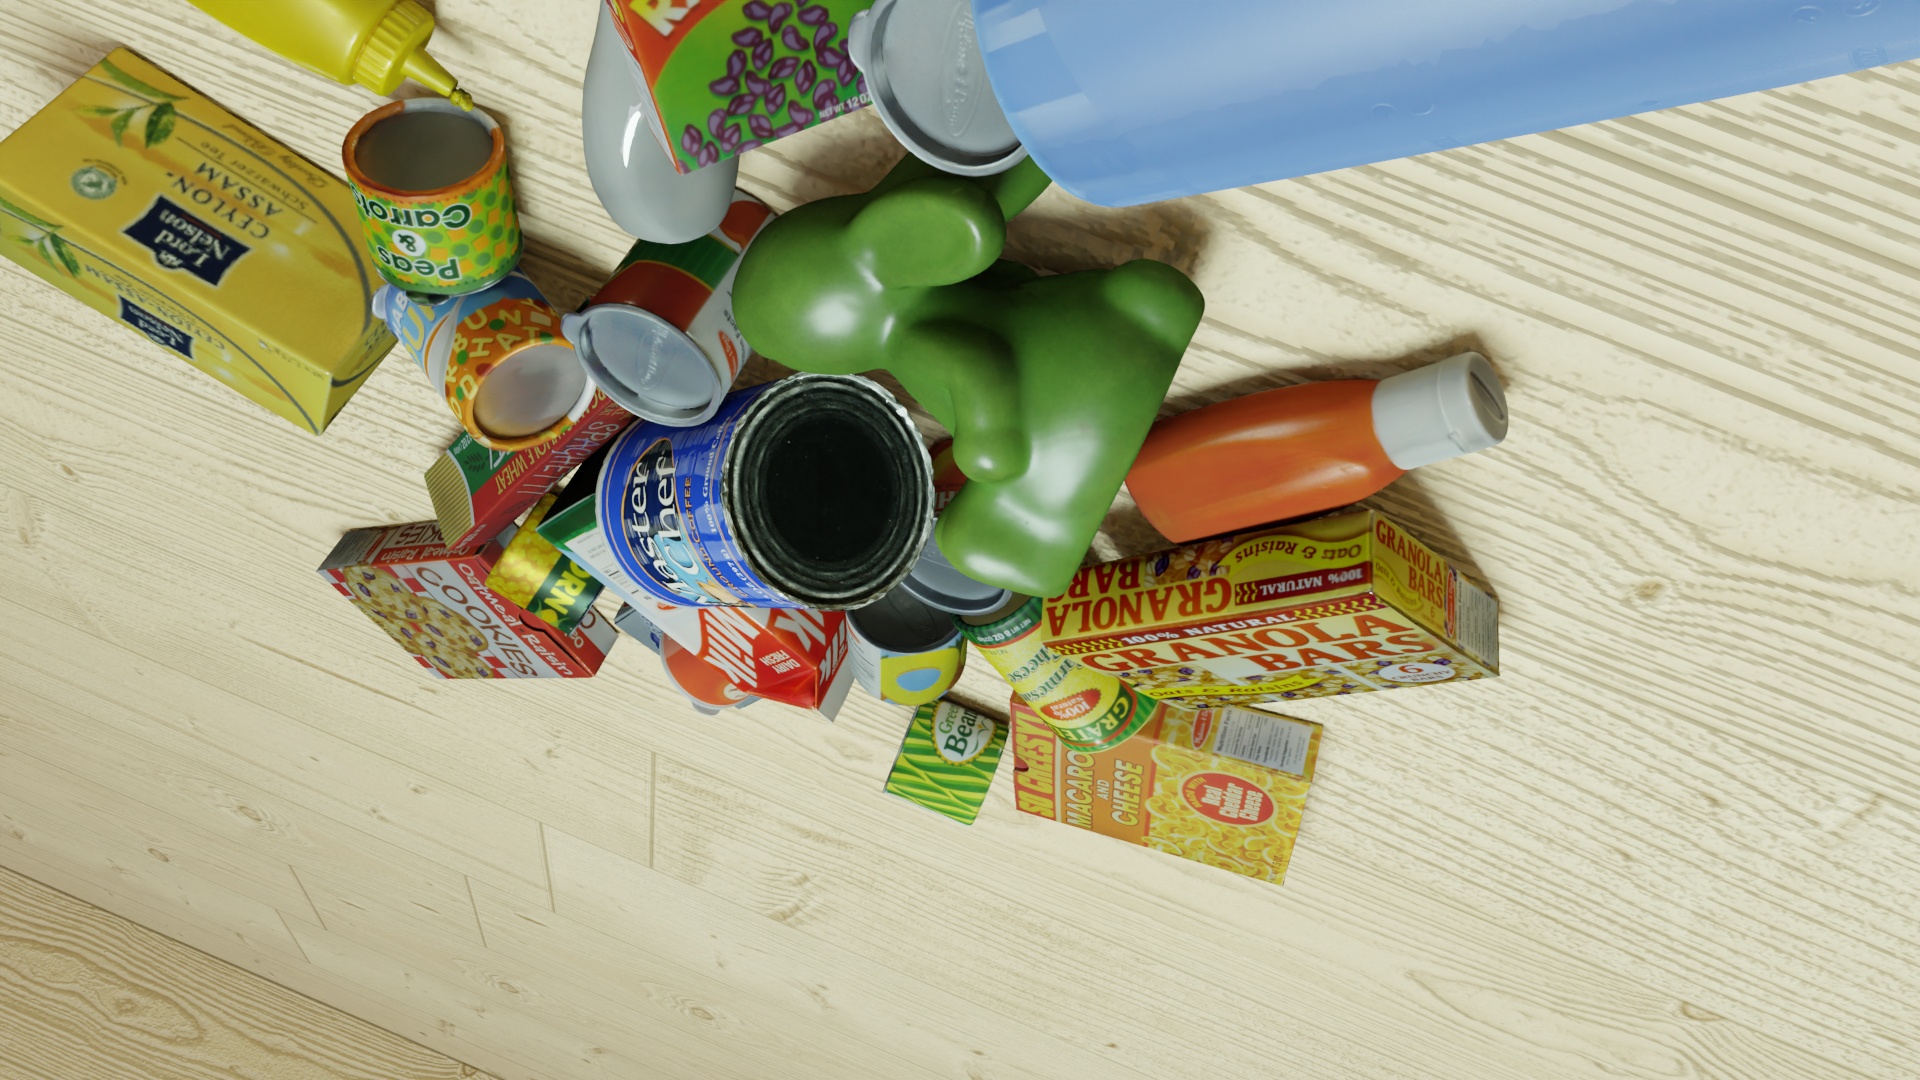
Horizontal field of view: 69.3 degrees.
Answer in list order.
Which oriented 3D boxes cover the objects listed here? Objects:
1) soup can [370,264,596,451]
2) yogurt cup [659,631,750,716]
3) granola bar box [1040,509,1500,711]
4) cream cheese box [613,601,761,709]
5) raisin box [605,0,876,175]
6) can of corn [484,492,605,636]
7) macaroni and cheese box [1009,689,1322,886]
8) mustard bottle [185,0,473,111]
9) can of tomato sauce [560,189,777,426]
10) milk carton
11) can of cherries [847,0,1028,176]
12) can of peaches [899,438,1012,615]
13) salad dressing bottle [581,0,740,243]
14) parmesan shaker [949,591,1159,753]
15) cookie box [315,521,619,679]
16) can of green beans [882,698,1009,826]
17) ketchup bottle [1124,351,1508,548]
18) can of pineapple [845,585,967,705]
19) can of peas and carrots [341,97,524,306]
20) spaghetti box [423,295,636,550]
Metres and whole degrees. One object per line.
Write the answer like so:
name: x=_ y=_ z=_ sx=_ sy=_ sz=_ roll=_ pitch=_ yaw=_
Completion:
soup can: x=-0.219 y=-0.090 z=0.639 sx=0.084 sy=0.071 sz=0.071 roll=47 pitch=153 yaw=27
yogurt cup: x=-0.136 y=0.060 z=0.823 sx=0.072 sy=0.073 sz=0.053 roll=38 pitch=134 yaw=-19
granola bar box: x=0.138 y=0.038 z=0.627 sx=0.165 sy=0.039 sz=0.124 roll=-13 pitch=152 yaw=40
cream cheese box: x=-0.163 y=0.065 z=0.878 sx=0.103 sy=0.024 sz=0.053 roll=38 pitch=142 yaw=-20
raisin box: x=-0.074 y=-0.192 z=0.448 sx=0.086 sy=0.040 sz=0.122 roll=-24 pitch=140 yaw=-9
can of corn: x=-0.236 y=0.013 z=0.814 sx=0.058 sy=0.071 sz=0.071 roll=34 pitch=143 yaw=-13
macaroni and cheese box: x=0.113 y=0.133 z=0.796 sx=0.166 sy=0.040 sz=0.123 roll=13 pitch=142 yaw=14
mustard bottle: x=-0.261 y=-0.220 z=0.545 sx=0.160 sy=0.049 sz=0.065 roll=35 pitch=142 yaw=-16
can of tomato sauce: x=-0.116 y=-0.101 z=0.587 sx=0.071 sy=0.083 sz=0.070 roll=15 pitch=143 yaw=12
milk carton: x=-0.124 y=0.018 z=0.755 sx=0.190 sy=0.073 sz=0.073 roll=43 pitch=140 yaw=-23
can of cherries: x=0.008 y=-0.163 z=0.451 sx=0.071 sy=0.059 sz=0.071 roll=20 pitch=139 yaw=19
can of peaches: x=0.002 y=-0.008 z=0.662 sx=0.071 sy=0.058 sz=0.071 roll=16 pitch=143 yaw=12
salad dressing bottle: x=-0.110 y=-0.181 z=0.505 sx=0.044 sy=0.064 sz=0.146 roll=32 pitch=140 yaw=22
parmesan shaker: x=0.047 y=0.053 z=0.706 sx=0.071 sy=0.072 sz=0.103 roll=-13 pitch=131 yaw=40
cookie box: x=-0.329 y=0.043 z=0.928 sx=0.167 sy=0.040 sz=0.122 roll=-4 pitch=136 yaw=33
can of green beans: x=-0.009 y=0.133 z=0.842 sx=0.058 sy=0.071 sz=0.071 roll=22 pitch=144 yaw=1
ketchup bottle: x=0.141 y=-0.036 z=0.560 sx=0.148 sy=0.044 sz=0.064 roll=-16 pitch=135 yaw=42
can of pineapple: x=-0.026 y=0.046 z=0.742 sx=0.071 sy=0.071 sz=0.057 roll=17 pitch=145 yaw=9
can of peas and carrots: x=-0.228 y=-0.147 z=0.602 sx=0.071 sy=0.071 sz=0.058 roll=19 pitch=143 yaw=6
spaghetti box: x=-0.225 y=-0.057 z=0.734 sx=0.249 sy=0.029 sz=0.050 roll=-27 pitch=82 yaw=48
